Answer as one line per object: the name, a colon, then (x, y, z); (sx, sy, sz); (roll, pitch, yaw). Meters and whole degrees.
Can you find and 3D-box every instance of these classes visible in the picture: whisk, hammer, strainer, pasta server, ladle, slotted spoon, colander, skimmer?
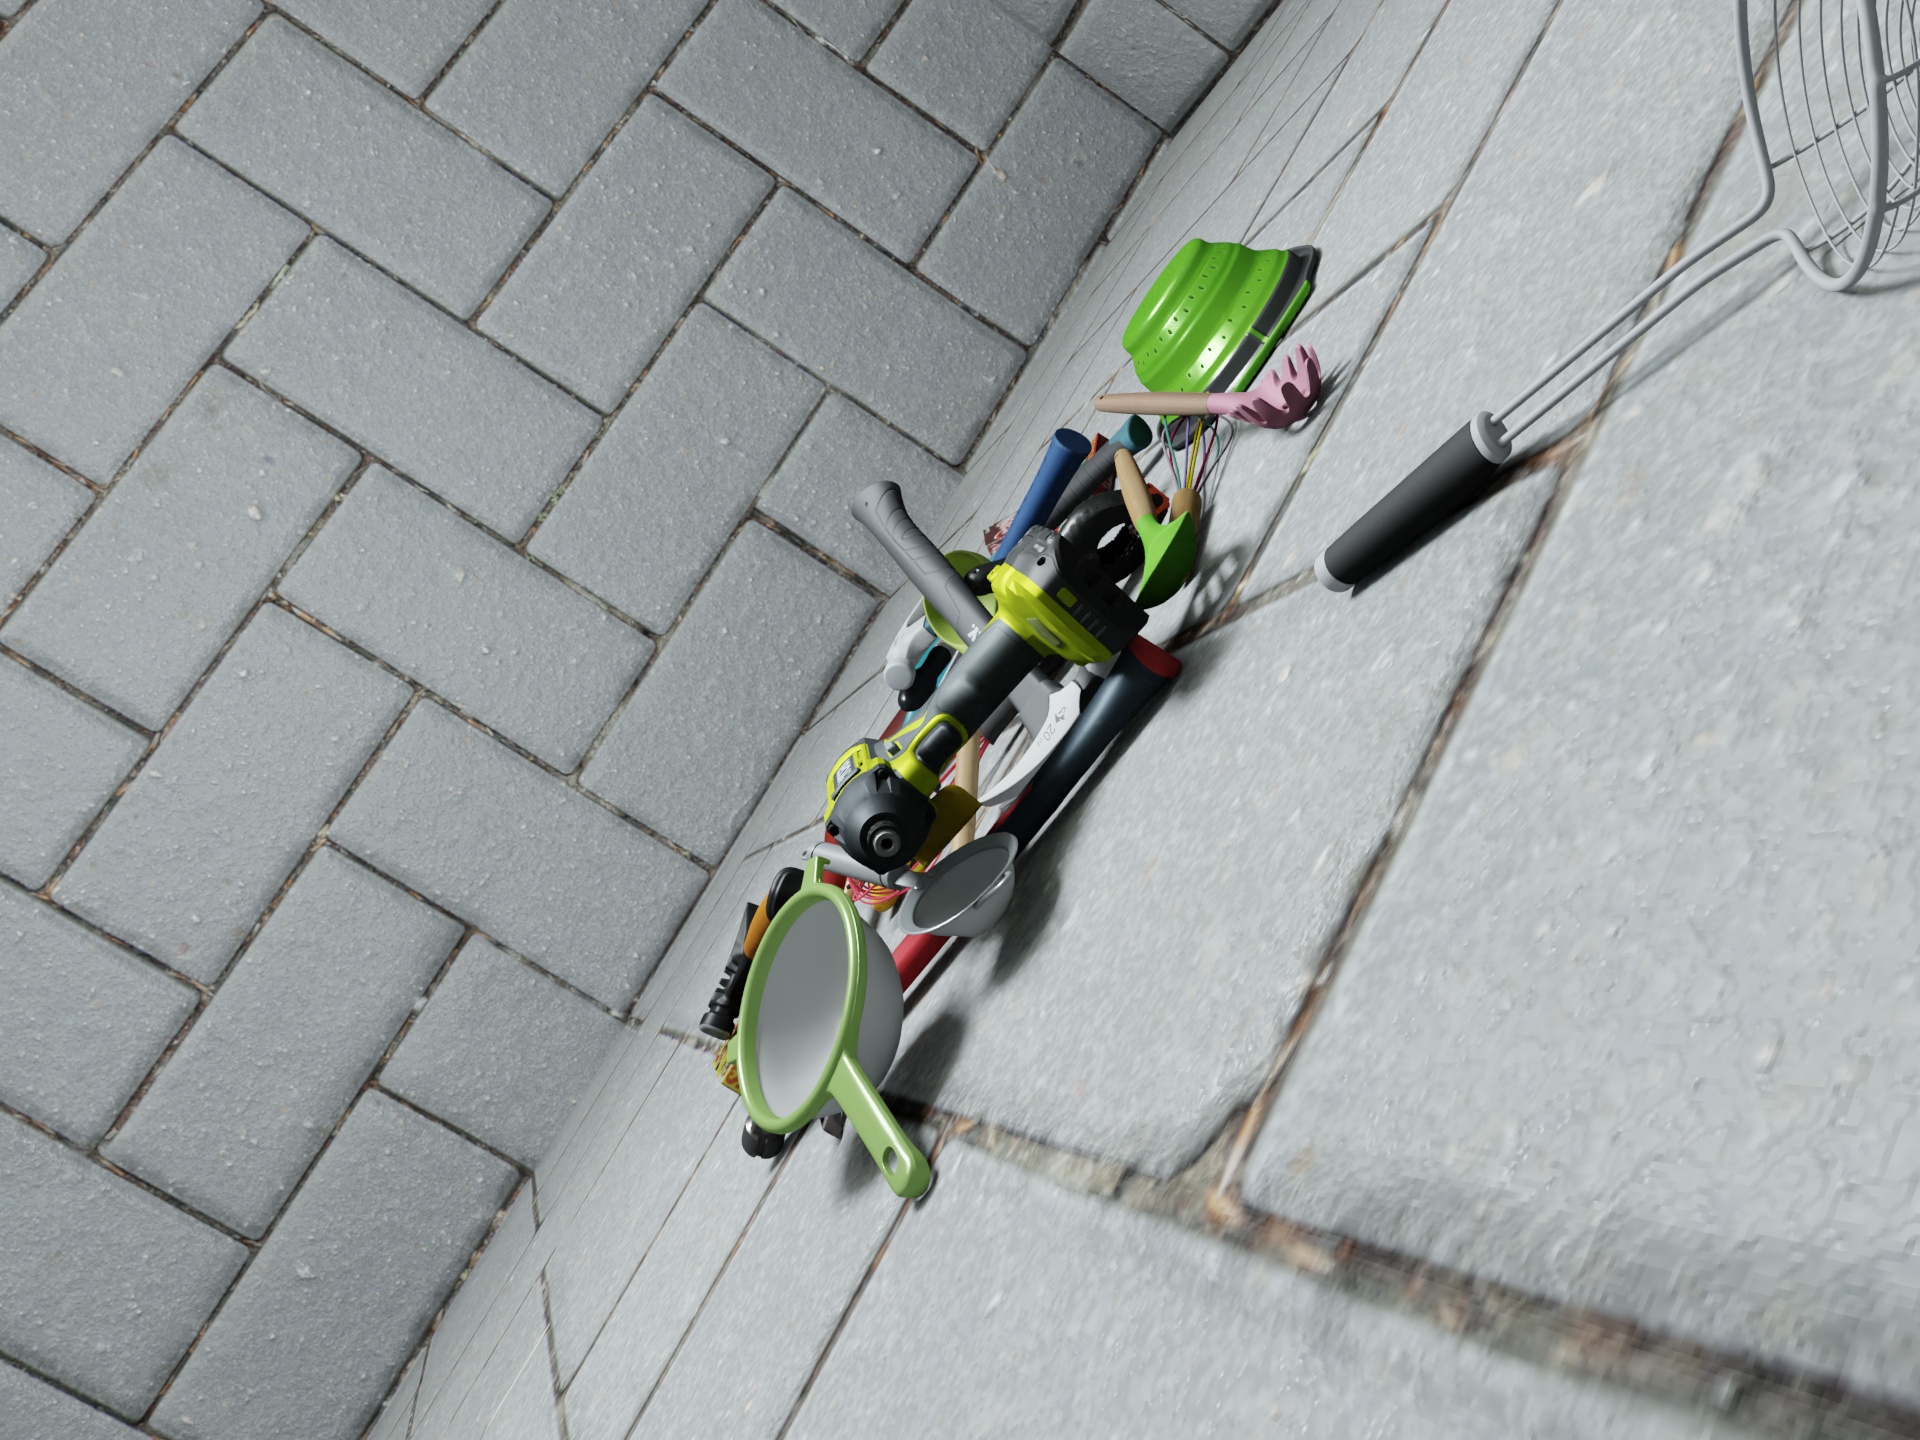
whisk: (0.165, -0.173, 1.152); (0.047, 0.051, 0.245); (-44, 18, 35)
hammer: (-0.161, 0.173, 1.307); (0.336, 0.034, 0.127); (126, 165, -64)
whisk: (-0.007, -0.085, 1.620); (0.070, 0.070, 0.285); (-50, 4, 38)
hammer: (0.051, -0.161, 1.488); (0.331, 0.033, 0.128); (-42, 16, 21)
hammer: (0.009, -0.077, 1.403); (0.144, 0.035, 0.405); (-44, -15, -56)
strainer: (-0.034, 0.098, 0.992); (0.087, 0.050, 0.258); (-45, 26, -23)
whisk: (0.005, 0.028, 1.280); (0.296, 0.073, 0.073); (-51, 8, -4)
hammer: (-0.001, -0.076, 1.149); (0.146, 0.035, 0.335); (-58, 43, 20)
pasta server: (0.167, -0.236, 1.154); (0.060, 0.040, 0.316); (-45, 23, -8)
hammer: (-0.116, 0.175, 1.278); (0.359, 0.036, 0.149); (-80, 6, -61)
ladle: (-0.002, -0.004, 1.200); (0.078, 0.062, 0.320); (-37, 35, 37)
hammer: (0.012, 0.104, 1.015); (0.386, 0.038, 0.143); (-53, 11, 26)
slotted spoon: (0.128, -0.145, 1.104); (0.070, 0.031, 0.314); (-62, 11, 21)
strainer: (-0.054, 0.197, 0.925); (0.257, 0.069, 0.151); (41, 110, 58)
colander: (0.198, -0.354, 1.439); (0.204, 0.094, 0.397); (-56, 9, 5)
skimmer: (0.216, -0.144, 0.600); (0.363, 0.090, 0.127); (132, 136, -58)

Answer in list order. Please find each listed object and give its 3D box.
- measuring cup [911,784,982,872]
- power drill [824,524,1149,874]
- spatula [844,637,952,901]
measuring cup: (-0.028, 0.085, 1.093); (0.062, 0.029, 0.156); (-46, -3, -26)
power drill: (0.006, -0.007, 0.959); (0.223, 0.080, 0.171); (-49, 11, 3)
spatula: (-0.058, 0.042, 1.592); (0.044, 0.082, 0.318); (72, -146, -61)
